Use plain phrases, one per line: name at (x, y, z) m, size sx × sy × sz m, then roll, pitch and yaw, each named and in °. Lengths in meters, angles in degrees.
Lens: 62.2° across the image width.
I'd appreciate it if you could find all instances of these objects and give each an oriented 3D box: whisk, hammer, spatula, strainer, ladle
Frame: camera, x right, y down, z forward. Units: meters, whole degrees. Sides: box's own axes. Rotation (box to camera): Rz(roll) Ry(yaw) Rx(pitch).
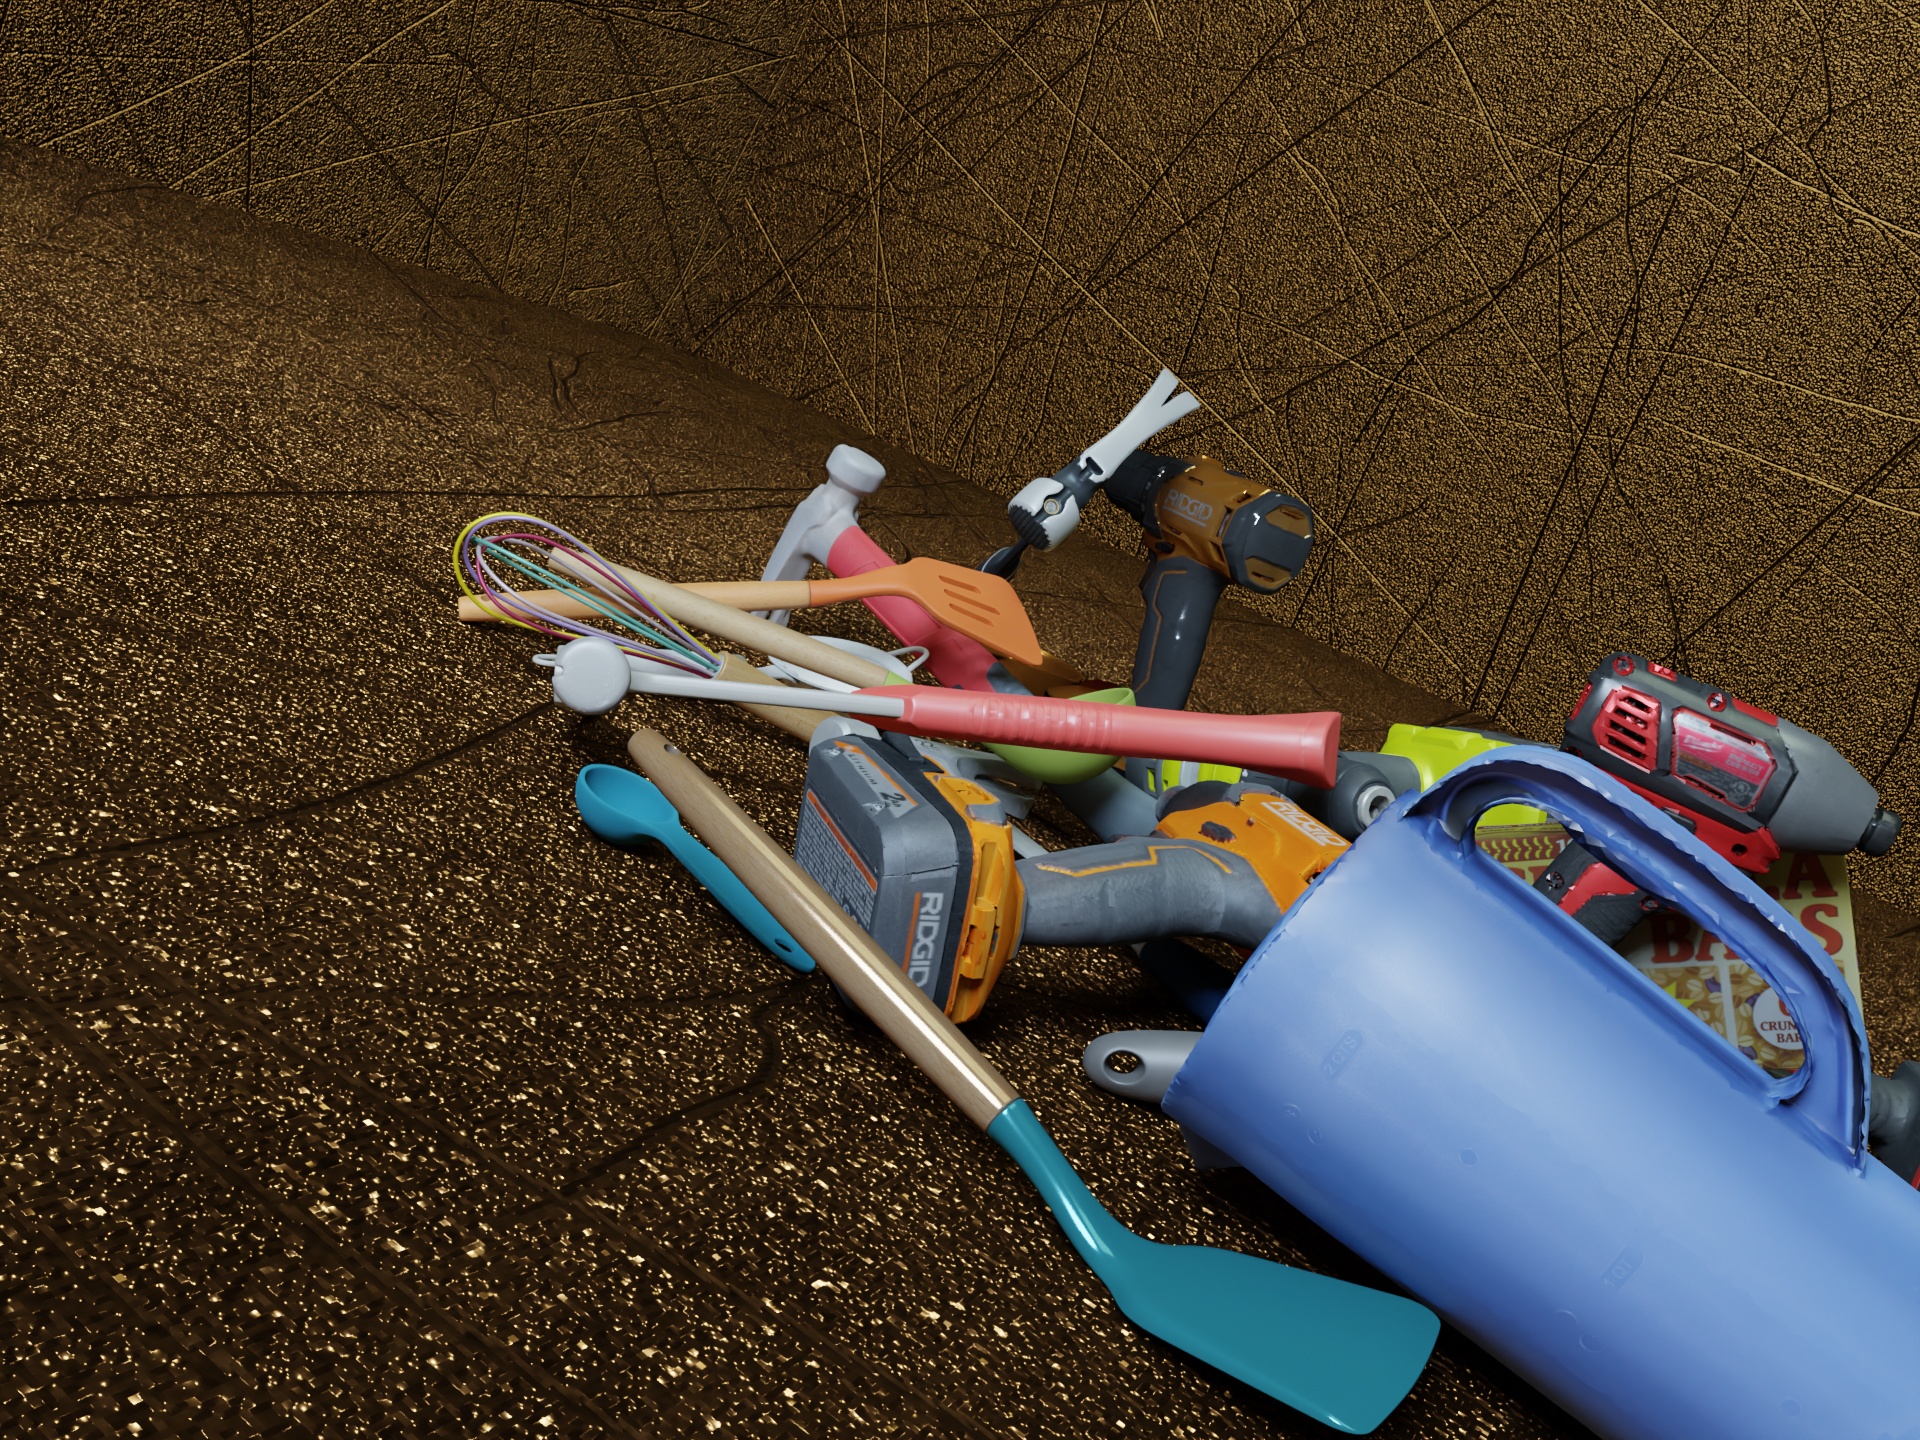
whisk at (0.164, 0.132, 0.580) m, size 0.239 × 0.055 × 0.055 m, roll 4°, pitch 11°, yaw 5°
hammer at (0.036, -0.115, 1.082) m, size 0.036 × 0.149 × 0.409 m, roll 47°, pitch -20°, yaw -2°
spatula at (0.002, 0.096, 0.495) m, size 0.318 × 0.044 × 0.082 m, roll 42°, pitch 23°, yaw 22°
strainer at (-0.121, -0.026, 0.885) m, size 0.258 × 0.050 × 0.087 m, roll 3°, pitch 23°, yaw -44°
hammer at (-0.001, -0.002, 0.729) m, size 0.359 × 0.037 × 0.149 m, roll 5°, pitch -1°, yaw -9°
ladle at (-0.061, -0.041, 0.839) m, size 0.320 × 0.062 × 0.078 m, roll 21°, pitch 9°, yaw -2°
spatula at (-0.109, -0.061, 0.883) m, size 0.322 × 0.041 × 0.081 m, roll -4°, pitch 44°, yaw -16°
hammer at (0.002, -0.013, 0.971) m, size 0.038 × 0.143 × 0.387 m, roll 7°, pitch 31°, yaw -49°
hammer at (0.089, 0.100, 0.731) m, size 0.144 × 0.035 × 0.406 m, roll 11°, pitch 17°, yaw -42°
whisk at (-0.146, -0.033, 0.810) m, size 0.244 × 0.047 × 0.051 m, roll 30°, pitch -20°, yaw -30°

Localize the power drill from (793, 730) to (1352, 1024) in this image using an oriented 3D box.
power drill at (0.051, 0.059, 0.640) m, size 0.226 × 0.084 × 0.164 m, roll 4°, pitch 16°, yaw -22°

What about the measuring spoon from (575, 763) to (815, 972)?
measuring spoon at (-0.104, 0.061, 0.611) m, size 0.129 × 0.021 × 0.042 m, roll 39°, pitch 17°, yaw 25°

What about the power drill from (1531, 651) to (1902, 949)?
power drill at (0.317, 0.093, 0.733) m, size 0.143 × 0.219 × 0.078 m, roll 26°, pitch 13°, yaw 18°

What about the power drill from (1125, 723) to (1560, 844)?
power drill at (0.233, 0.040, 0.899) m, size 0.228 × 0.080 × 0.191 m, roll 5°, pitch 3°, yaw -28°

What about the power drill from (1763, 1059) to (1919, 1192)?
power drill at (0.463, 0.208, 0.855) m, size 0.227 × 0.080 × 0.188 m, roll 22°, pitch 11°, yaw 8°

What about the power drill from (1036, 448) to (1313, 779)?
power drill at (0.119, -0.065, 1.038) m, size 0.084 × 0.226 × 0.186 m, roll 15°, pitch 14°, yaw -33°

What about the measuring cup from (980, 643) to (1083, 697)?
measuring cup at (0.013, -0.026, 1.104) m, size 0.095 × 0.052 × 0.173 m, roll 31°, pitch 16°, yaw 33°
